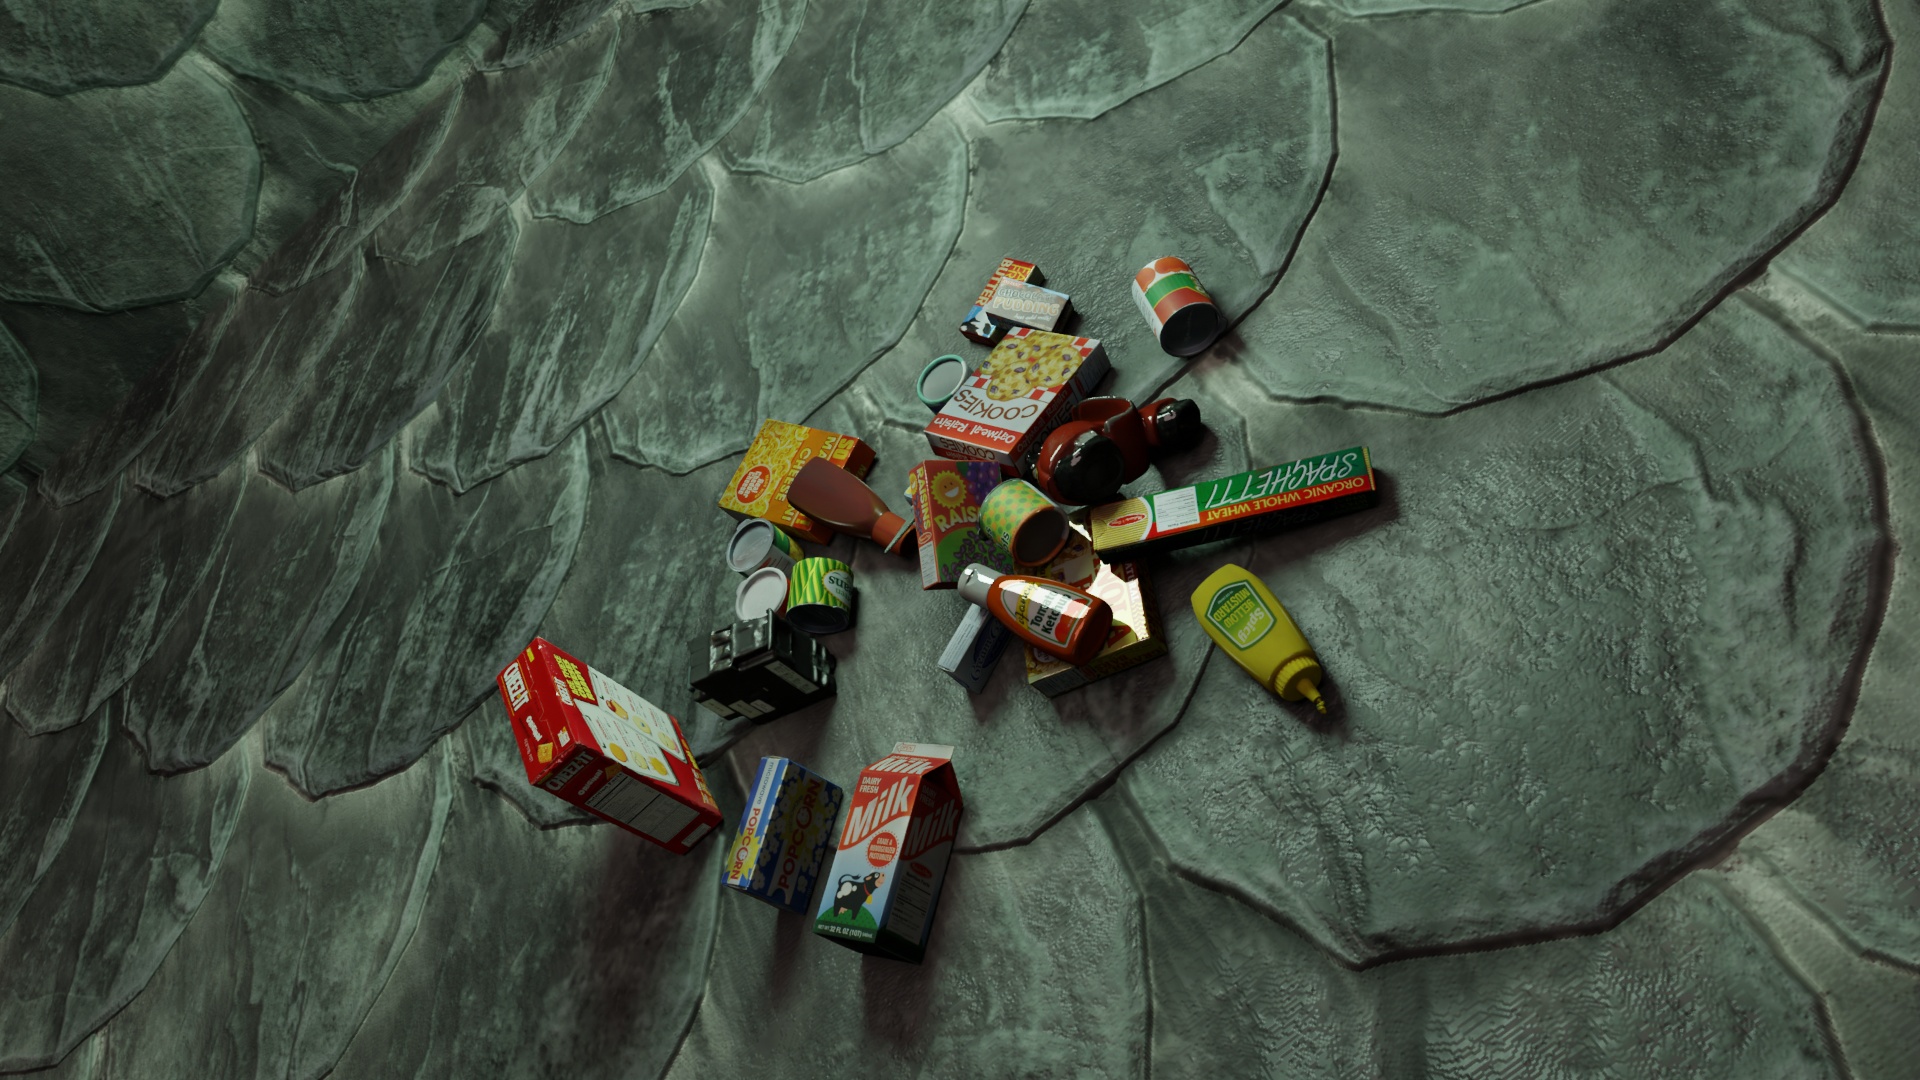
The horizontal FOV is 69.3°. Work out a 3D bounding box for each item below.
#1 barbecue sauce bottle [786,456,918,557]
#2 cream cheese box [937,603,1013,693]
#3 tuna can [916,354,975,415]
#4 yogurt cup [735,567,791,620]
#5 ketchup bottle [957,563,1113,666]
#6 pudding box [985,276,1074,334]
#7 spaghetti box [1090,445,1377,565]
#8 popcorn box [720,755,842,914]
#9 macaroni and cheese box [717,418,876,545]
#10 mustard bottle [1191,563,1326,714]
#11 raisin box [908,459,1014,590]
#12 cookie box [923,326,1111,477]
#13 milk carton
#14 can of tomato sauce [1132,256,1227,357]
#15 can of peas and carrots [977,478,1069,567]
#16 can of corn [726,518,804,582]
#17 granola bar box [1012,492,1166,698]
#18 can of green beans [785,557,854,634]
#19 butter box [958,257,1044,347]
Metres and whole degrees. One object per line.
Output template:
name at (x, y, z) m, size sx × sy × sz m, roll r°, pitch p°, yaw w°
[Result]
barbecue sauce bottle at (-0.112, -0.032, 1.479) m, size 0.149 × 0.043 × 0.065 m, roll 30°, pitch 78°, yaw 23°
cream cheese box at (0.023, 0.089, 1.322) m, size 0.024 × 0.053 × 0.104 m, roll 20°, pitch 75°, yaw 41°
tuna can at (-0.015, -0.171, 1.540) m, size 0.071 × 0.032 × 0.071 m, roll -19°, pitch 52°, yaw 26°
yogurt cup at (-0.200, 0.070, 1.499) m, size 0.072 × 0.054 × 0.073 m, roll -19°, pitch 52°, yaw 26°
ketchup bottle at (0.063, 0.060, 1.252) m, size 0.149 × 0.043 × 0.065 m, roll 22°, pitch 75°, yaw 39°
pudding box at (0.076, -0.250, 1.511) m, size 0.084 × 0.030 × 0.050 m, roll 21°, pitch 74°, yaw 22°
spaghetti box at (0.239, -0.030, 1.228) m, size 0.250 × 0.028 × 0.050 m, roll -13°, pitch 54°, yaw 17°
popcorn box at (-0.167, 0.278, 1.312) m, size 0.038 × 0.085 × 0.127 m, roll -3°, pitch 61°, yaw 37°
macaroni and cheese box at (-0.188, -0.069, 1.594) m, size 0.166 × 0.040 × 0.124 m, roll 15°, pitch 71°, yaw 42°
mustard bottle at (0.256, 0.086, 1.153) m, size 0.065 × 0.048 × 0.161 m, roll -44°, pitch 45°, yaw 7°
raisin box at (0.001, -0.015, 1.356) m, size 0.040 × 0.086 × 0.123 m, roll -31°, pitch 64°, yaw 61°
cookie box at (0.059, -0.146, 1.440) m, size 0.123 × 0.040 × 0.168 m, roll 17°, pitch 59°, yaw 42°
milk carton at (-0.058, 0.271, 1.244) m, size 0.072 × 0.073 × 0.191 m, roll -2°, pitch 60°, yaw 36°
can of tomato sauce at (0.218, -0.235, 1.387) m, size 0.071 × 0.071 × 0.083 m, roll -34°, pitch 46°, yaw 14°
can of peas and carrots at (0.058, -0.014, 1.299) m, size 0.071 × 0.071 × 0.059 m, roll -49°, pitch 45°, yaw -1°
can of corn at (-0.217, 0.016, 1.545) m, size 0.071 × 0.058 × 0.071 m, roll -19°, pitch 52°, yaw 26°
granola bar box at (0.116, 0.050, 1.289) m, size 0.124 × 0.039 × 0.166 m, roll -24°, pitch 49°, yaw 22°
can of green beans at (-0.147, 0.058, 1.459) m, size 0.071 × 0.071 × 0.058 m, roll -15°, pitch 53°, yaw 28°
butter box at (0.047, -0.268, 1.566) m, size 0.053 × 0.024 × 0.103 m, roll 23°, pitch 77°, yaw 43°
